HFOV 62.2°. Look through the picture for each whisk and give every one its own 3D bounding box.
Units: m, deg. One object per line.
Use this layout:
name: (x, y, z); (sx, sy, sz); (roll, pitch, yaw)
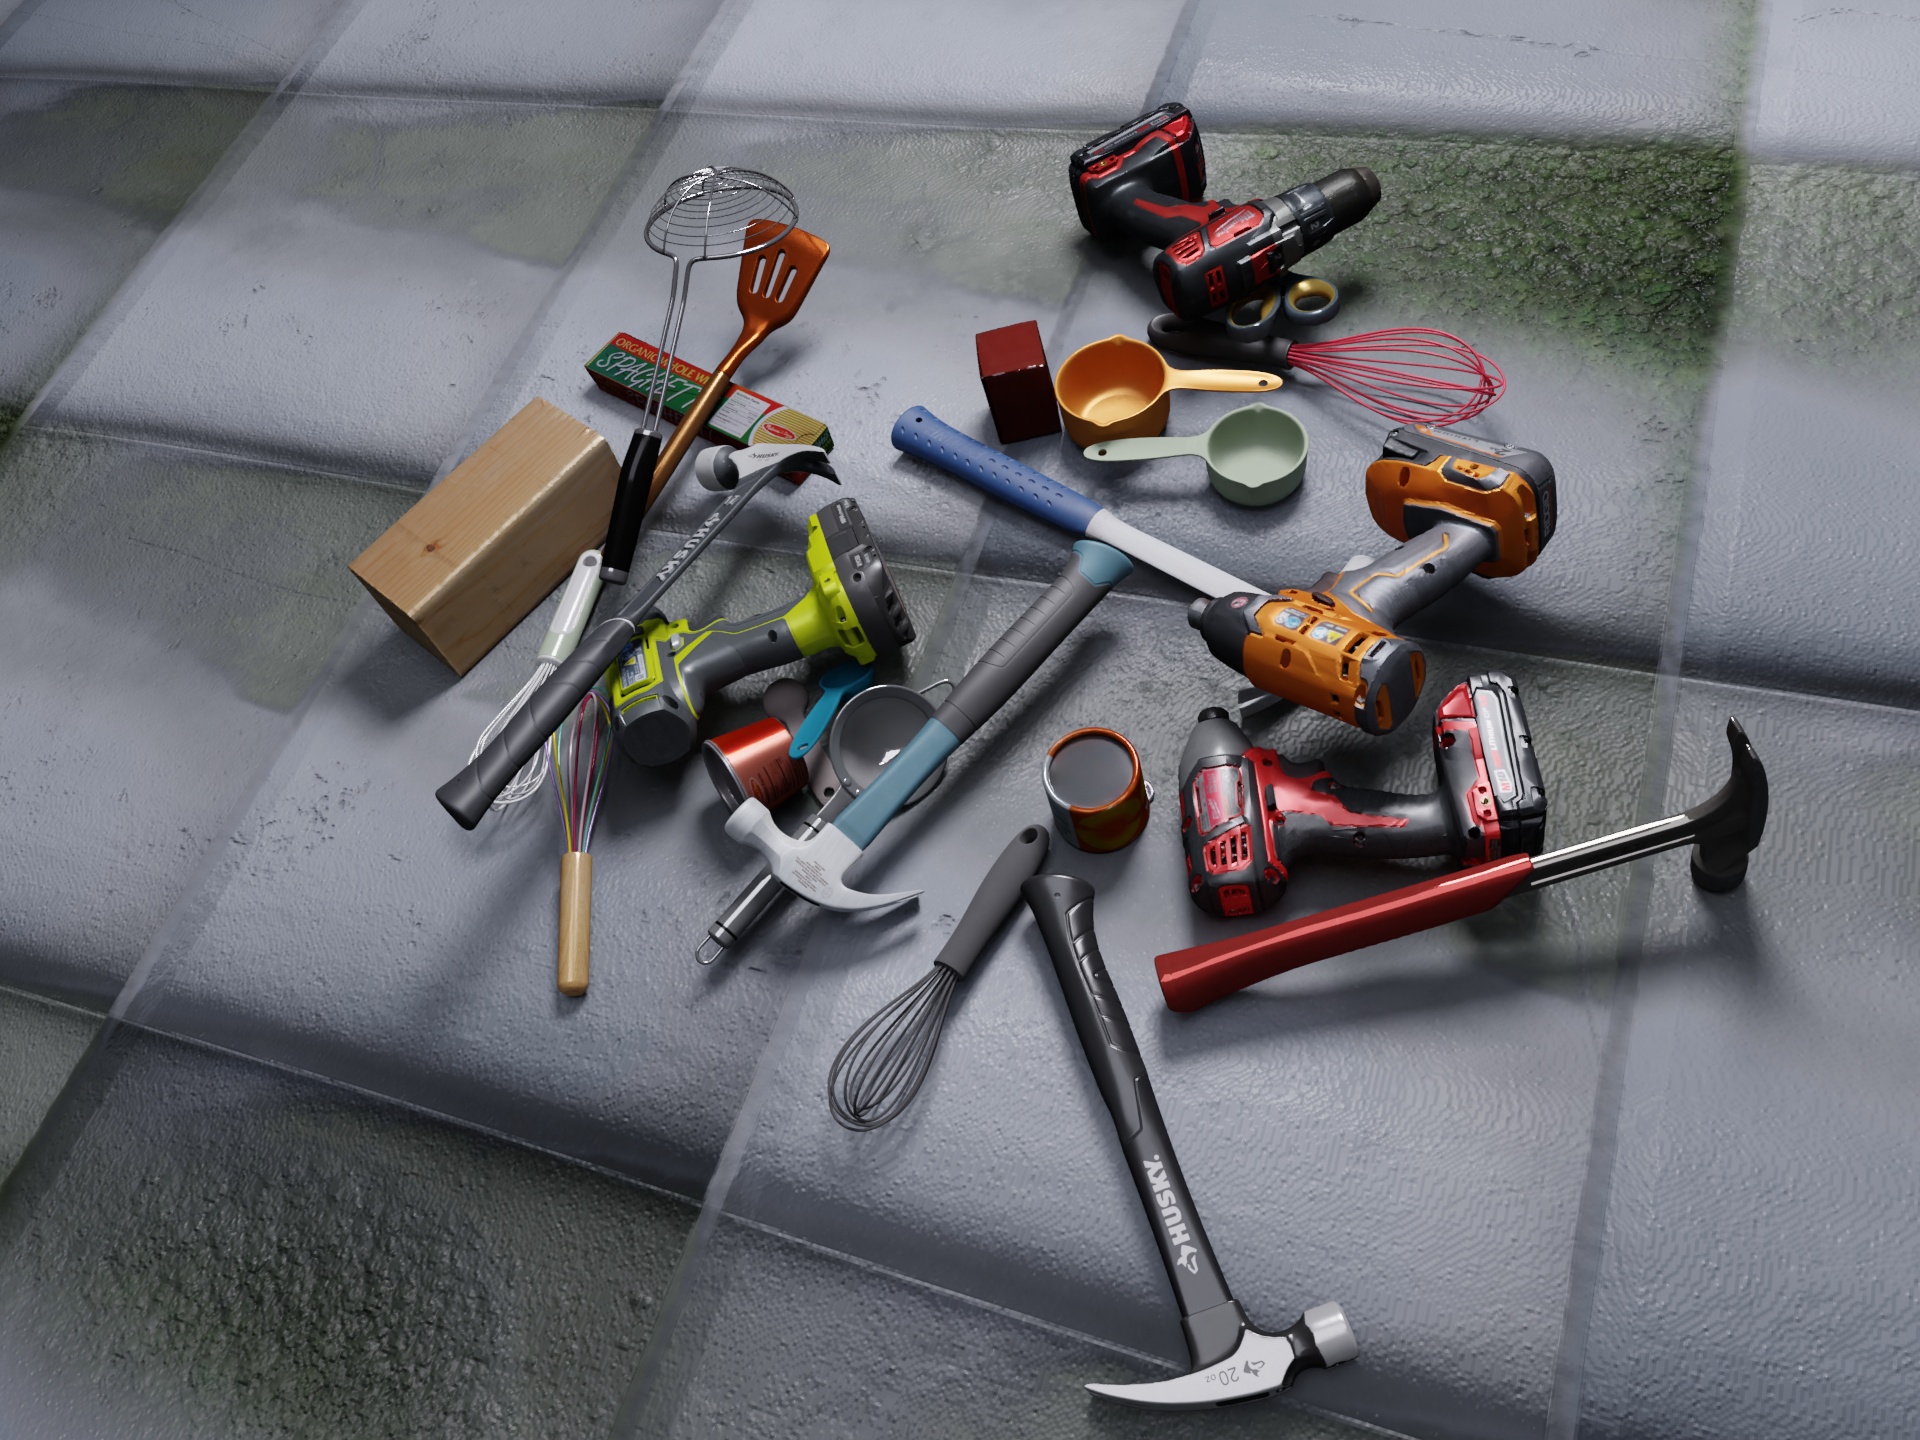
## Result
whisk: (-0.009, 0.160, 1.023); (0.055, 0.055, 0.239); (23, 62, 25)
whisk: (-0.317, -0.037, 1.220); (0.058, 0.059, 0.247); (9, 56, 5)
whisk: (-0.271, 0.079, 1.141); (0.051, 0.047, 0.245); (-11, 61, 9)
whisk: (0.273, -0.278, 1.223); (0.296, 0.073, 0.073); (20, 65, 31)

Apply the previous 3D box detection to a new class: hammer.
hammer: (0.289, 0.101, 0.941); (0.359, 0.149, 0.037); (-18, 51, 10)
hammer: (0.106, -0.140, 1.186); (0.406, 0.035, 0.144); (31, 70, 28)
hammer: (-0.002, -0.003, 1.088); (0.128, 0.033, 0.331); (43, 76, 2)
hammer: (-0.232, -0.075, 1.138); (0.149, 0.036, 0.409); (1, 44, 38)
hammer: (0.099, 0.237, 0.946); (0.146, 0.035, 0.335); (-20, 57, 0)

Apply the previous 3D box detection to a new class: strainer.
strainer: (-0.095, 0.067, 1.097); (0.086, 0.050, 0.258); (45, 73, -14)

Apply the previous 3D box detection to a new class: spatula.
spatula: (-0.211, -0.270, 1.306); (0.081, 0.041, 0.323); (23, 73, 16)

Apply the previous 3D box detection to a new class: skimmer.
skimmer: (-0.223, -0.281, 1.284); (0.127, 0.090, 0.363); (11, 86, 19)

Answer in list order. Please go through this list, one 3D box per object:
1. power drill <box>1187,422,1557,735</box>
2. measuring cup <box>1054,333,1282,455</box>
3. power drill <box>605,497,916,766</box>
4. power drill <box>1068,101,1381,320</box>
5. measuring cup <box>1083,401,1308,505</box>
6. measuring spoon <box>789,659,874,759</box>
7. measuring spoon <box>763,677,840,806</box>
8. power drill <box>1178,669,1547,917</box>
power drill: (0.265, -0.097, 1.037); (0.164, 0.084, 0.226); (26, 60, 40)
measuring cup: (0.161, -0.247, 1.232); (0.173, 0.052, 0.095); (4, 59, 14)
power drill: (-0.158, -0.072, 1.178); (0.223, 0.080, 0.171); (-24, 40, 1)
power drill: (0.208, -0.420, 1.285); (0.188, 0.080, 0.227); (-29, 44, -5)
measuring cup: (0.178, -0.196, 1.202); (0.167, 0.038, 0.083); (0, 58, 15)
measuring spoon: (-0.092, -0.002, 1.132); (0.042, 0.021, 0.129); (-8, 30, 24)
measuring spoon: (-0.113, 0.014, 1.153); (0.034, 0.018, 0.124); (-26, 57, -4)
power drill: (0.249, 0.042, 1.015); (0.219, 0.078, 0.143); (-9, 56, 11)
